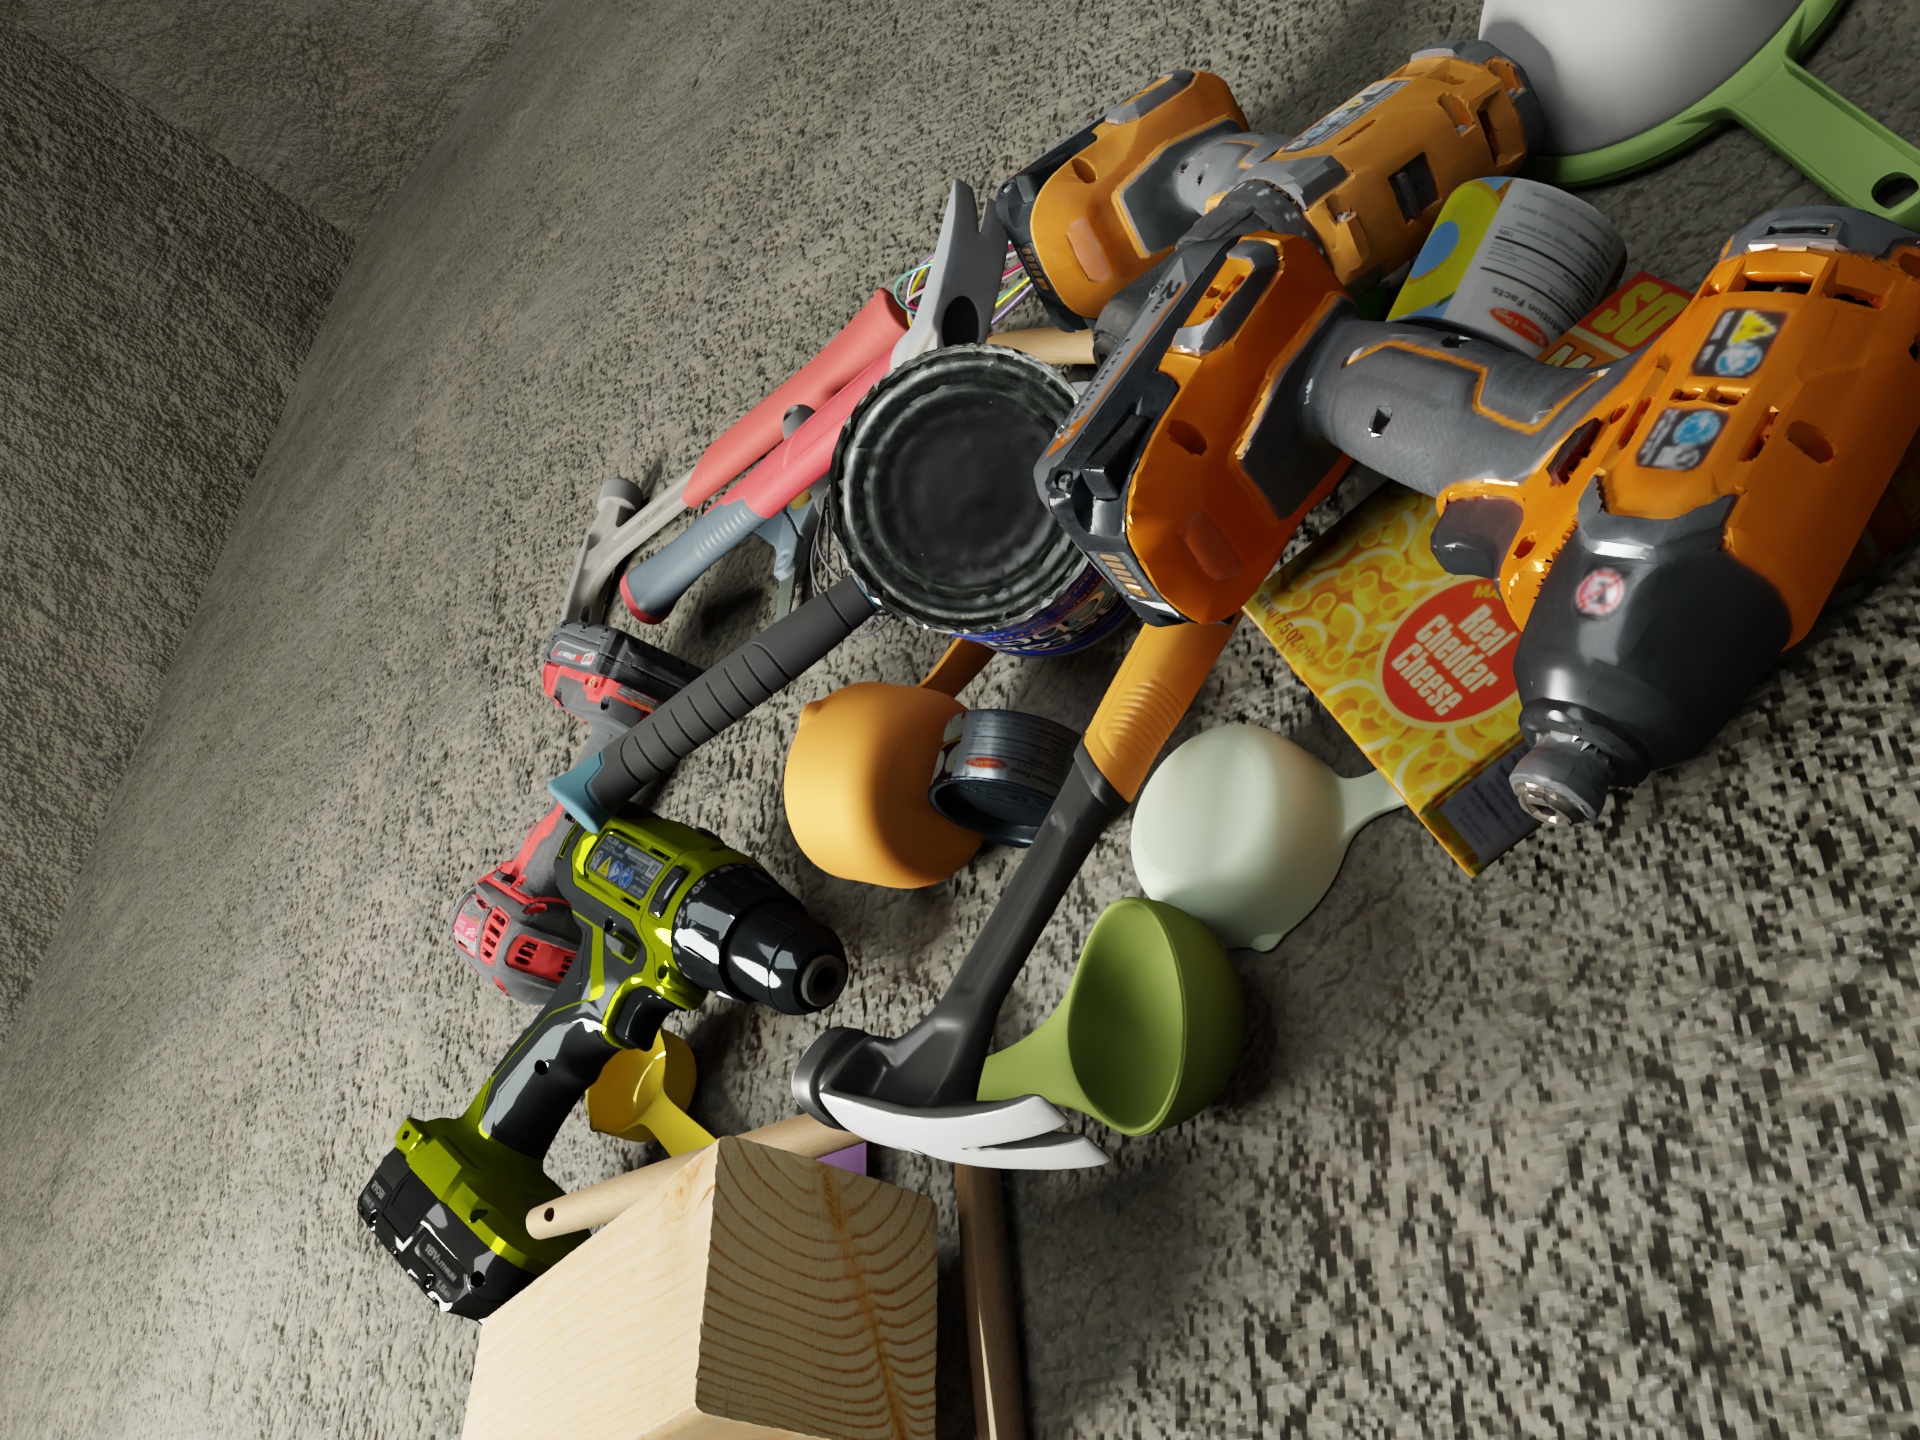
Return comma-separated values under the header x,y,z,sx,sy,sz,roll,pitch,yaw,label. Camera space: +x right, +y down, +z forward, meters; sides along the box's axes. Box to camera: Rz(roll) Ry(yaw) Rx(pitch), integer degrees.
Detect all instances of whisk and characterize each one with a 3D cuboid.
x,y,z,sx,sy,sz,roll,pitch,yaw,label
0.051,-0.263,0.855,0.245,0.051,0.047,-14,48,45,whisk
-0.072,-0.120,0.893,0.055,0.055,0.239,-47,35,18,whisk

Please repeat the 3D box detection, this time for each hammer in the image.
x,y,z,sx,sy,sz,roll,pitch,yaw,label
-0.154,-0.173,1.065,0.359,0.036,0.149,-28,44,40,hammer
-0.057,-0.052,0.751,0.331,0.033,0.128,-36,28,3,hammer
0.065,0.000,0.556,0.127,0.034,0.337,-7,44,51,hammer
-0.097,-0.143,0.867,0.386,0.038,0.143,-24,47,55,hammer

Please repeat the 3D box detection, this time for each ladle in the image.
x,y,z,sx,sy,sz,roll,pitch,yaw,label
-0.044,0.143,0.577,0.320,0.062,0.078,-23,56,23,ladle

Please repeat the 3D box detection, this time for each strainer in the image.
x,y,z,sx,sy,sz,roll,pitch,yaw,label
0.248,-0.242,0.542,0.151,0.069,0.257,-41,35,26,strainer

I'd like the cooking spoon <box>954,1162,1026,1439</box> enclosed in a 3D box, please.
x,y,z,sx,sy,sz,roll,pitch,yaw,label
0.012,0.230,0.529,0.068,0.017,0.319,-37,39,30,cooking spoon

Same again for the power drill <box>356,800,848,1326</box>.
x,y,z,sx,sy,sz,roll,pitch,yaw,label
-0.159,0.157,0.724,0.191,0.080,0.228,19,75,46,power drill

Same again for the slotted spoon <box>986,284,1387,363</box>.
x,y,z,sx,sy,sz,roll,pitch,yaw,label
0.085,-0.178,0.748,0.070,0.031,0.314,-27,22,-20,slotted spoon

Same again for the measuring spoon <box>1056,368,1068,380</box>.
x,y,z,sx,sy,sz,roll,pitch,yaw,label
0.017,-0.148,0.836,0.124,0.018,0.034,-24,24,51,measuring spoon

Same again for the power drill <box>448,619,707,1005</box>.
x,y,z,sx,sy,sz,roll,pitch,yaw,label
-0.241,0.055,0.968,0.143,0.078,0.220,10,76,57,power drill

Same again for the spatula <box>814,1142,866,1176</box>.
x,y,z,sx,sy,sz,roll,pitch,yaw,label
-0.053,0.283,0.576,0.059,0.018,0.316,-41,35,35,spatula

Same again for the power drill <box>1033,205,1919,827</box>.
x,y,z,sx,sy,sz,roll,pitch,yaw,label
0.128,-0.063,0.445,0.227,0.084,0.164,19,71,49,power drill

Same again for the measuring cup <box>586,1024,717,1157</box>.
x,y,z,sx,sy,sz,roll,pitch,yaw,label
-0.125,0.195,0.748,0.157,0.029,0.062,29,85,46,measuring cup

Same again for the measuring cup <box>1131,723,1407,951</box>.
x,y,z,sx,sy,sz,roll,pitch,yaw,label
0.124,0.019,0.528,0.167,0.038,0.083,-32,42,38,measuring cup

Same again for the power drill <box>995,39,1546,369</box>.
x,y,z,sx,sy,sz,roll,pitch,yaw,label
0.095,-0.201,0.653,0.185,0.084,0.226,-37,28,-10,power drill

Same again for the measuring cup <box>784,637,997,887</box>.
x,y,z,sx,sy,sz,roll,pitch,yaw,label
-0.001,-0.002,0.695,0.052,0.095,0.174,8,53,50,measuring cup
